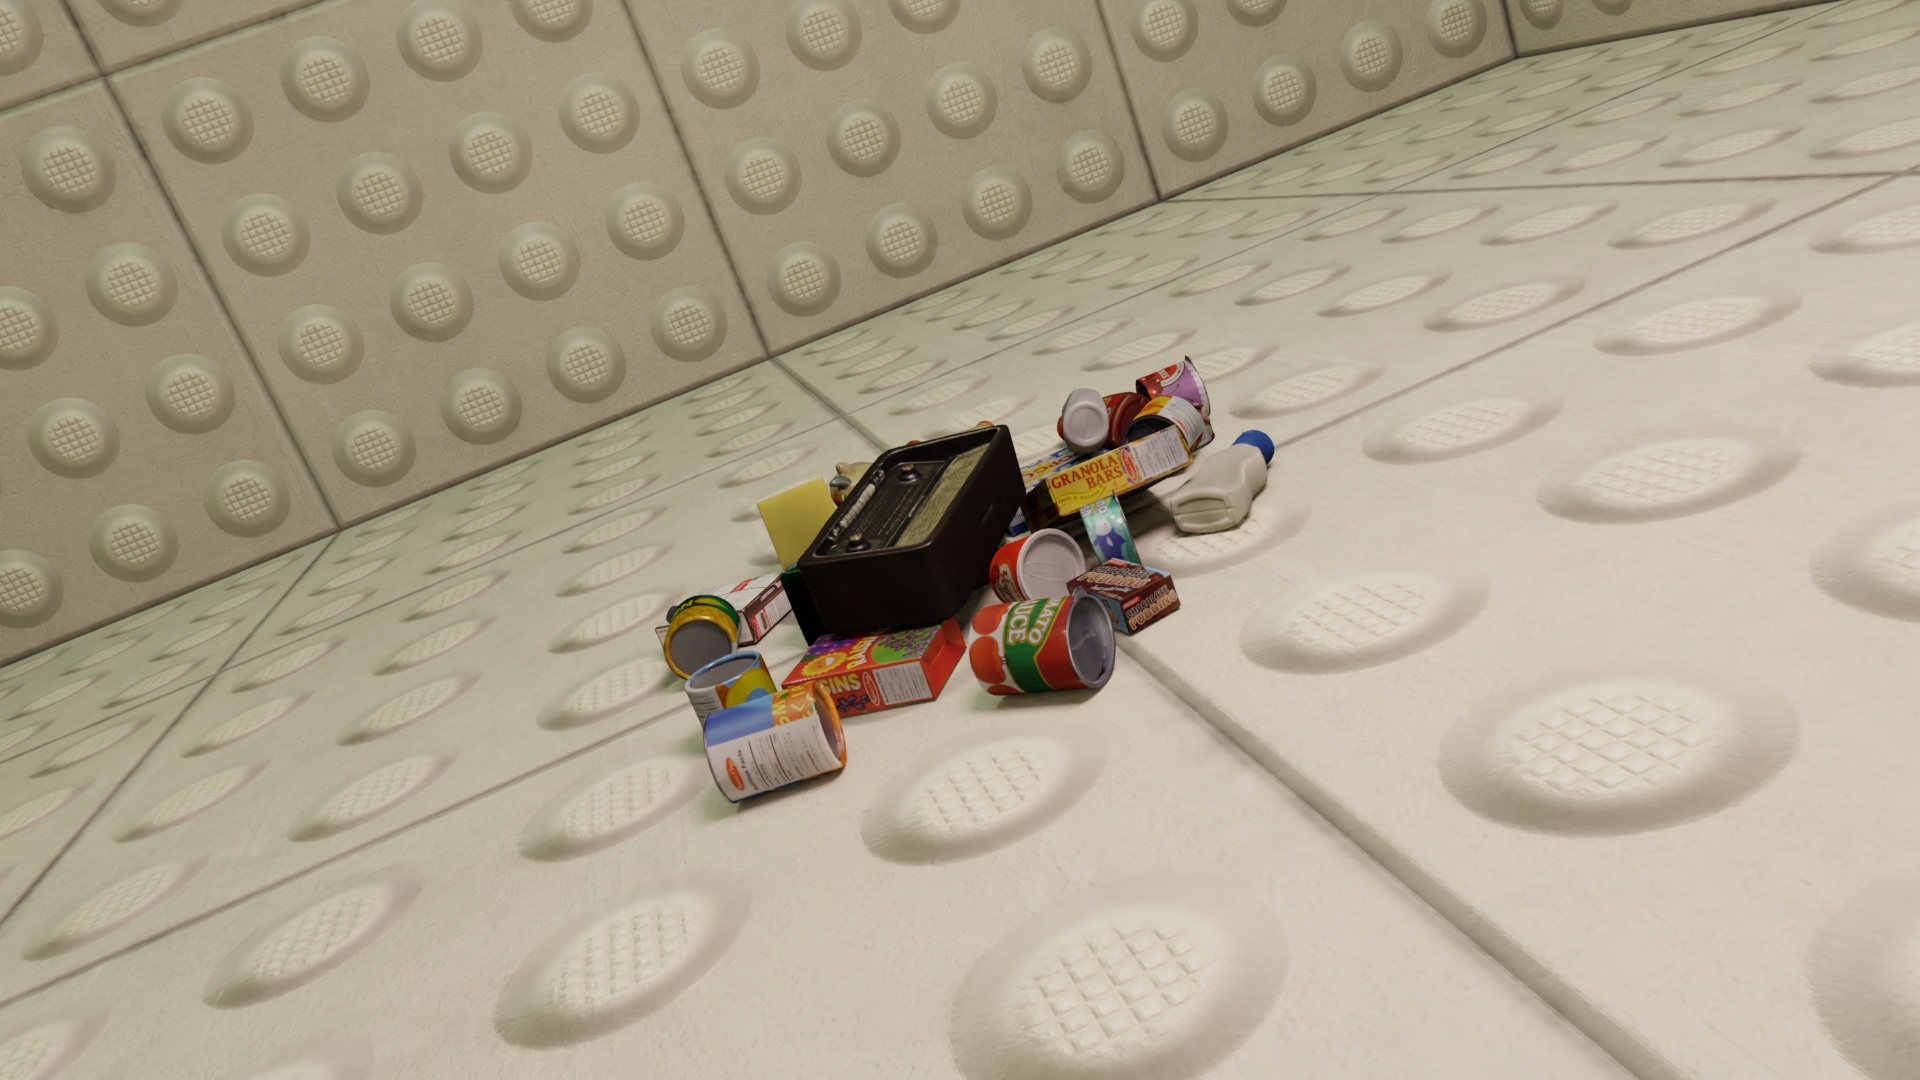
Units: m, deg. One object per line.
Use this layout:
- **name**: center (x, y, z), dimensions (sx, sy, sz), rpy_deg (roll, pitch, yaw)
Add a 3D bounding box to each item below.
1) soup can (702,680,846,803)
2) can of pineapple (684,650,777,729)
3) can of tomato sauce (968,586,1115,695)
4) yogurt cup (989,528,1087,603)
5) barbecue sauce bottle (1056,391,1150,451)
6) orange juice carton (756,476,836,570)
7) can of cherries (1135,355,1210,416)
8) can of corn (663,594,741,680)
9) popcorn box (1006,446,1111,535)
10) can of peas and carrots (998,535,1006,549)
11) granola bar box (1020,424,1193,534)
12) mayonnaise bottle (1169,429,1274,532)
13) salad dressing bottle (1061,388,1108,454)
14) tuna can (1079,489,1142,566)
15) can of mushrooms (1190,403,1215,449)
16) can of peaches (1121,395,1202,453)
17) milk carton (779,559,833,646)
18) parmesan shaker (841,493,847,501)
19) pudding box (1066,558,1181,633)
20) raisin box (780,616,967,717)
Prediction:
- **soup can**: center (-0.131, 0.141, 0.986), dimensions (0.084, 0.071, 0.071), rpy_deg (-19, 17, 5)
- **can of pineapple**: center (-0.176, 0.126, 1.098), dimensions (0.071, 0.057, 0.071), rpy_deg (-19, 16, 6)
- **can of tomato sauce**: center (0.056, 0.072, 0.974), dimensions (0.083, 0.071, 0.071), rpy_deg (-10, 20, 34)
- **yogurt cup**: center (0.060, 0.026, 1.124), dimensions (0.073, 0.072, 0.054), rpy_deg (-31, 12, -31)
- **barbecue sauce bottle**: center (0.151, -0.124, 1.495), dimensions (0.065, 0.043, 0.148), rpy_deg (-68, 20, -6)
- **orange juice carton**: center (-0.159, -0.013, 1.436), dimensions (0.072, 0.073, 0.192), rpy_deg (-23, -1, -5)
- **can of cherries**: center (0.224, -0.153, 1.470), dimensions (0.058, 0.071, 0.071), rpy_deg (-22, 17, -3)
- **can of corn**: center (-0.237, 0.088, 1.266), dimensions (0.071, 0.071, 0.058), rpy_deg (-21, 17, 1)
- **popcorn box**: center (0.085, -0.053, 1.379), dimensions (0.127, 0.038, 0.085), rpy_deg (-25, 17, -13)
- **can of peas and carrots**: center (0.005, -0.017, 1.326), dimensions (0.071, 0.058, 0.071), rpy_deg (-19, 17, 6)
- **granola bar box**: center (0.125, -0.050, 1.235), dimensions (0.124, 0.039, 0.165), rpy_deg (-22, -3, -7)
- **mayonnaise bottle**: center (0.235, -0.054, 1.206), dimensions (0.064, 0.041, 0.149), rpy_deg (-7, 20, 33)
- **salad dressing bottle**: center (0.122, -0.122, 1.385), dimensions (0.044, 0.064, 0.148), rpy_deg (2, 9, 2)
- **tuna can**: center (0.122, -0.004, 1.130), dimensions (0.033, 0.071, 0.071), rpy_deg (-21, 17, 5)
- **can of mushrooms**: center (0.221, -0.112, 1.412), dimensions (0.071, 0.033, 0.071), rpy_deg (-20, 17, 6)
- **can of peaches**: center (0.195, -0.100, 1.351), dimensions (0.071, 0.071, 0.058), rpy_deg (-11, 20, 31)
- **milk carton**: center (-0.085, 0.019, 1.295), dimensions (0.072, 0.073, 0.191), rpy_deg (-13, 18, 26)
- **parmesan shaker**: center (-0.062, -0.030, 1.422), dimensions (0.103, 0.071, 0.071), rpy_deg (-18, 17, 8)
- **pudding box**: center (0.123, 0.041, 1.058), dimensions (0.050, 0.030, 0.084), rpy_deg (-26, 18, -19)
- **raisin box**: center (-0.067, 0.099, 1.089), dimensions (0.123, 0.040, 0.086), rpy_deg (-12, 20, 22)
